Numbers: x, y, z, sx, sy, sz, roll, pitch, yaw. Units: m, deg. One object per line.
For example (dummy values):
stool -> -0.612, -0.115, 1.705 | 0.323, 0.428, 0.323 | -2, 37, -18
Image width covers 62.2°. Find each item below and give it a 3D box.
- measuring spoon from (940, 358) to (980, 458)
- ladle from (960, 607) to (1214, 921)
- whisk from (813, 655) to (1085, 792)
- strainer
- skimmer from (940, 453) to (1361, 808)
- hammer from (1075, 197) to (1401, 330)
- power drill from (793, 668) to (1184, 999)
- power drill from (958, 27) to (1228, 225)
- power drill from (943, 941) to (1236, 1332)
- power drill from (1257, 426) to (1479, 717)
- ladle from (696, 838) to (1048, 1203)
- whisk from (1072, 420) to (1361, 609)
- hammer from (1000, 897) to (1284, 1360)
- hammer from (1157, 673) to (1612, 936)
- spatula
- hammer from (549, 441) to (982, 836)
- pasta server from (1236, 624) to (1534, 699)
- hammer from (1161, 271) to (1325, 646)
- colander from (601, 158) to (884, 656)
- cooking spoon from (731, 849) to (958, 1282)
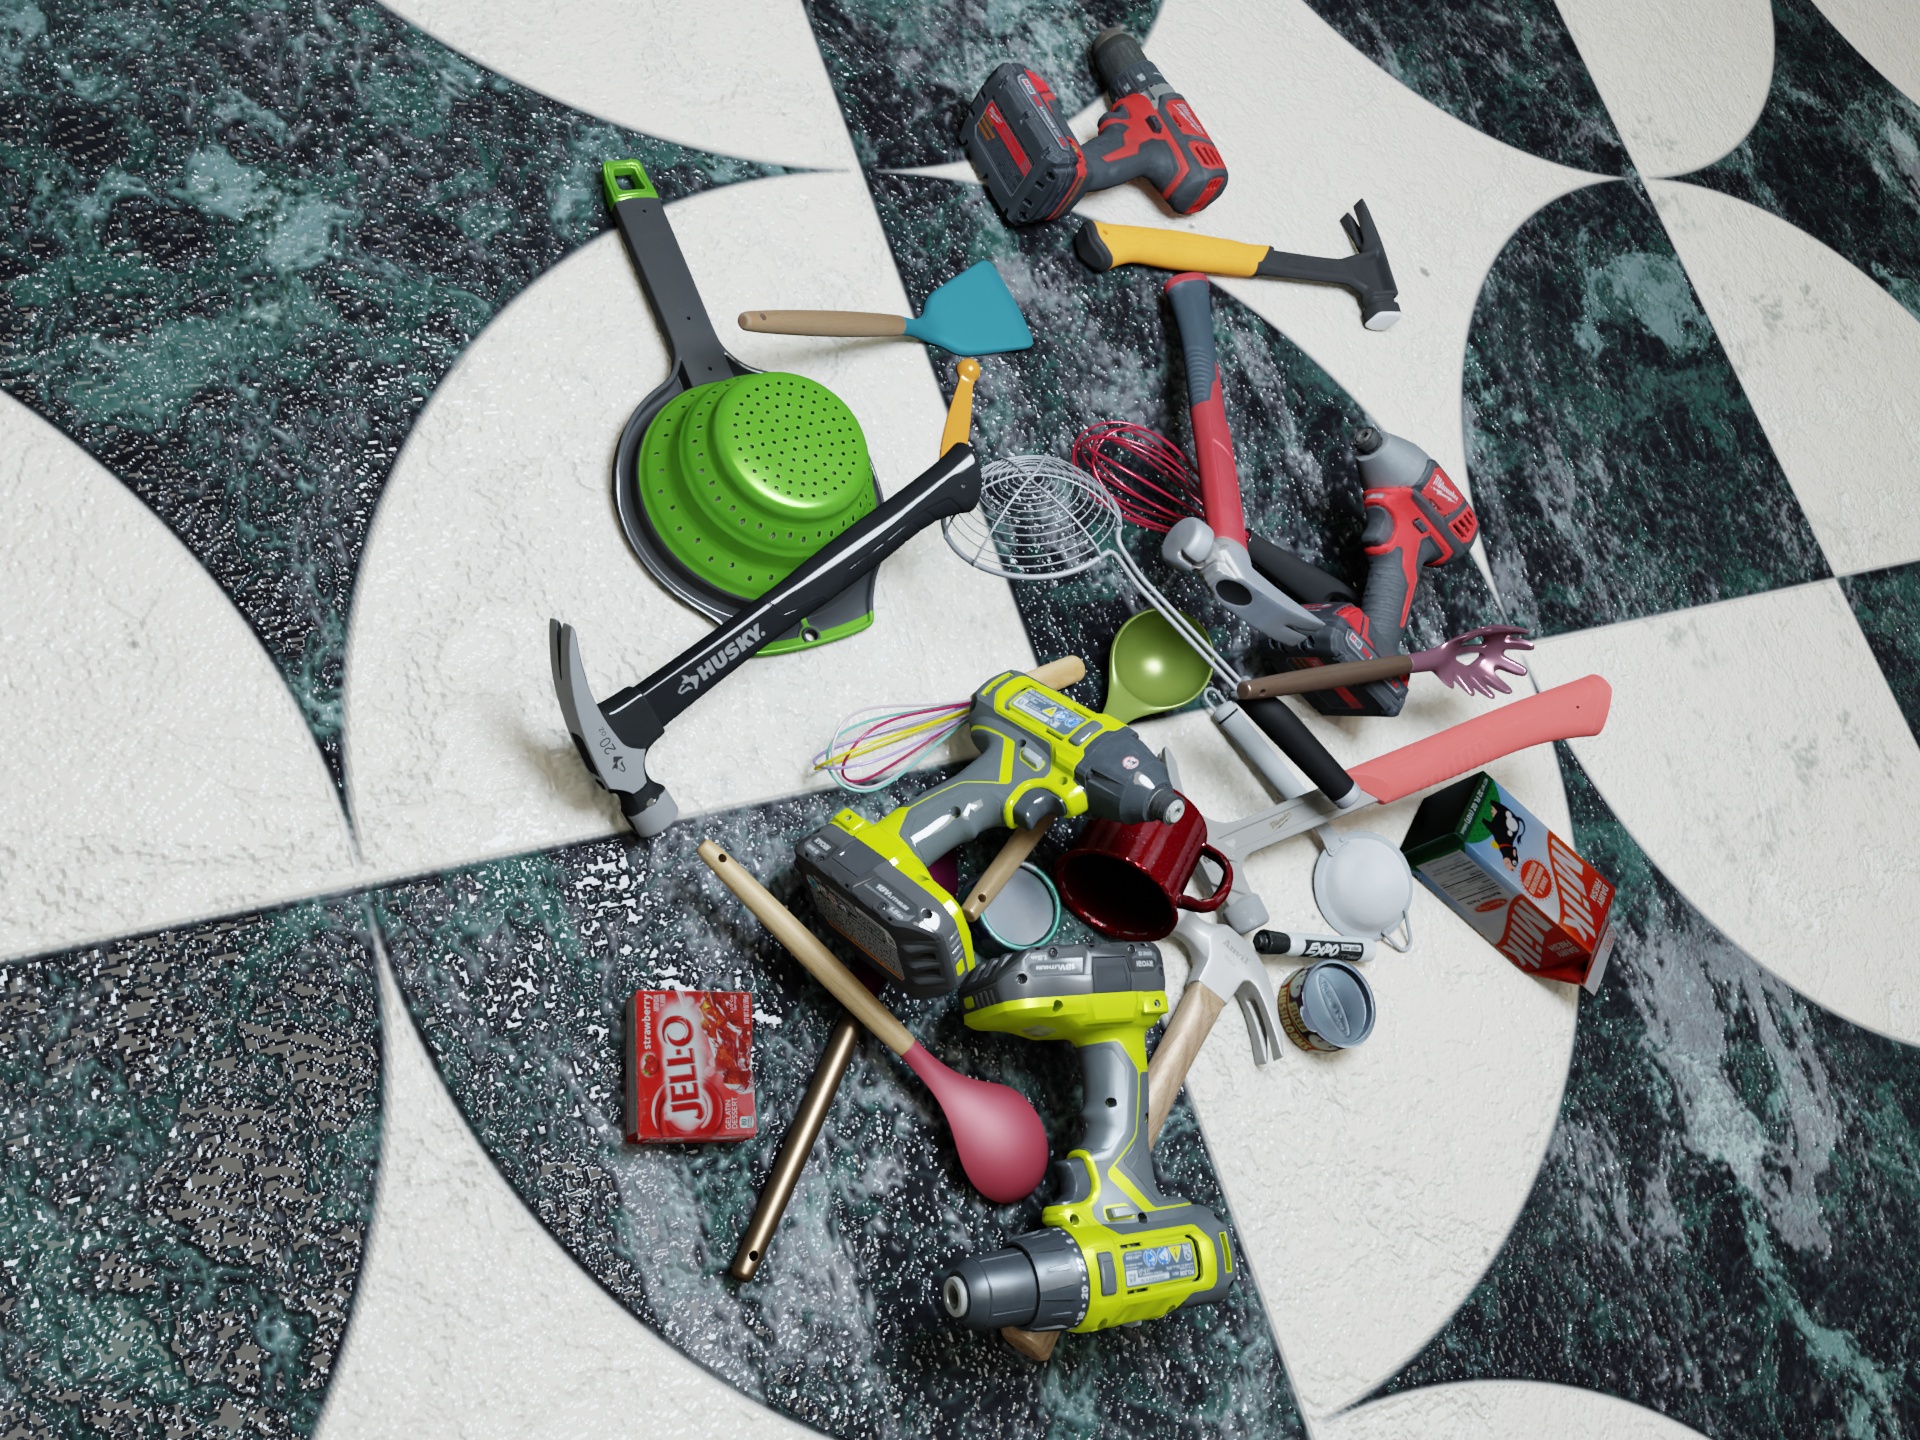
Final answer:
measuring spoon -> 0.001, -0.236, 1.239 | 0.021, 0.011, 0.117 | 19, 62, -19
ladle -> 0.089, 0.027, 1.126 | 0.078, 0.062, 0.320 | 41, 51, -1
whisk -> 0.000, -0.004, 1.120 | 0.245, 0.047, 0.051 | -22, 58, -36
strainer -> 0.273, 0.075, 1.232 | 0.087, 0.050, 0.258 | -39, 86, -19
skimmer -> 0.143, -0.055, 1.154 | 0.363, 0.090, 0.127 | 44, 50, -12
hammer -> 0.250, -0.423, 1.432 | 0.336, 0.034, 0.127 | -3, 72, -28
power drill -> 0.020, 0.069, 1.025 | 0.223, 0.080, 0.171 | -37, 47, -25
power drill -> 0.112, -0.521, 1.380 | 0.226, 0.080, 0.188 | -18, 74, -35
power drill -> 0.067, 0.259, 0.986 | 0.190, 0.080, 0.229 | 3, 70, -30
power drill -> 0.331, -0.122, 1.276 | 0.143, 0.078, 0.220 | 41, 67, -31
ladle -> -0.052, 0.188, 1.005 | 0.315, 0.031, 0.069 | 46, 53, -9
whisk -> 0.213, -0.155, 1.287 | 0.295, 0.073, 0.073 | 28, 59, -20
hammer -> 0.121, 0.276, 1.073 | 0.130, 0.031, 0.331 | 39, 58, -7
hammer -> 0.332, 0.031, 1.212 | 0.359, 0.036, 0.149 | -21, 78, -11
spatula -> -0.055, -0.303, 1.185 | 0.317, 0.044, 0.082 | -21, 82, -56
hammer -> -0.113, -0.081, 1.027 | 0.335, 0.035, 0.146 | -40, 122, -22
pasta server -> 0.324, -0.037, 1.198 | 0.316, 0.040, 0.060 | -9, 117, -38
hammer -> 0.209, -0.227, 1.267 | 0.143, 0.038, 0.387 | 30, 41, -29
colander -> -0.161, -0.245, 1.111 | 0.204, 0.094, 0.397 | -17, 78, -31
cooking spoon -> -0.073, 0.203, 1.012 | 0.068, 0.017, 0.319 | 32, 58, -12
